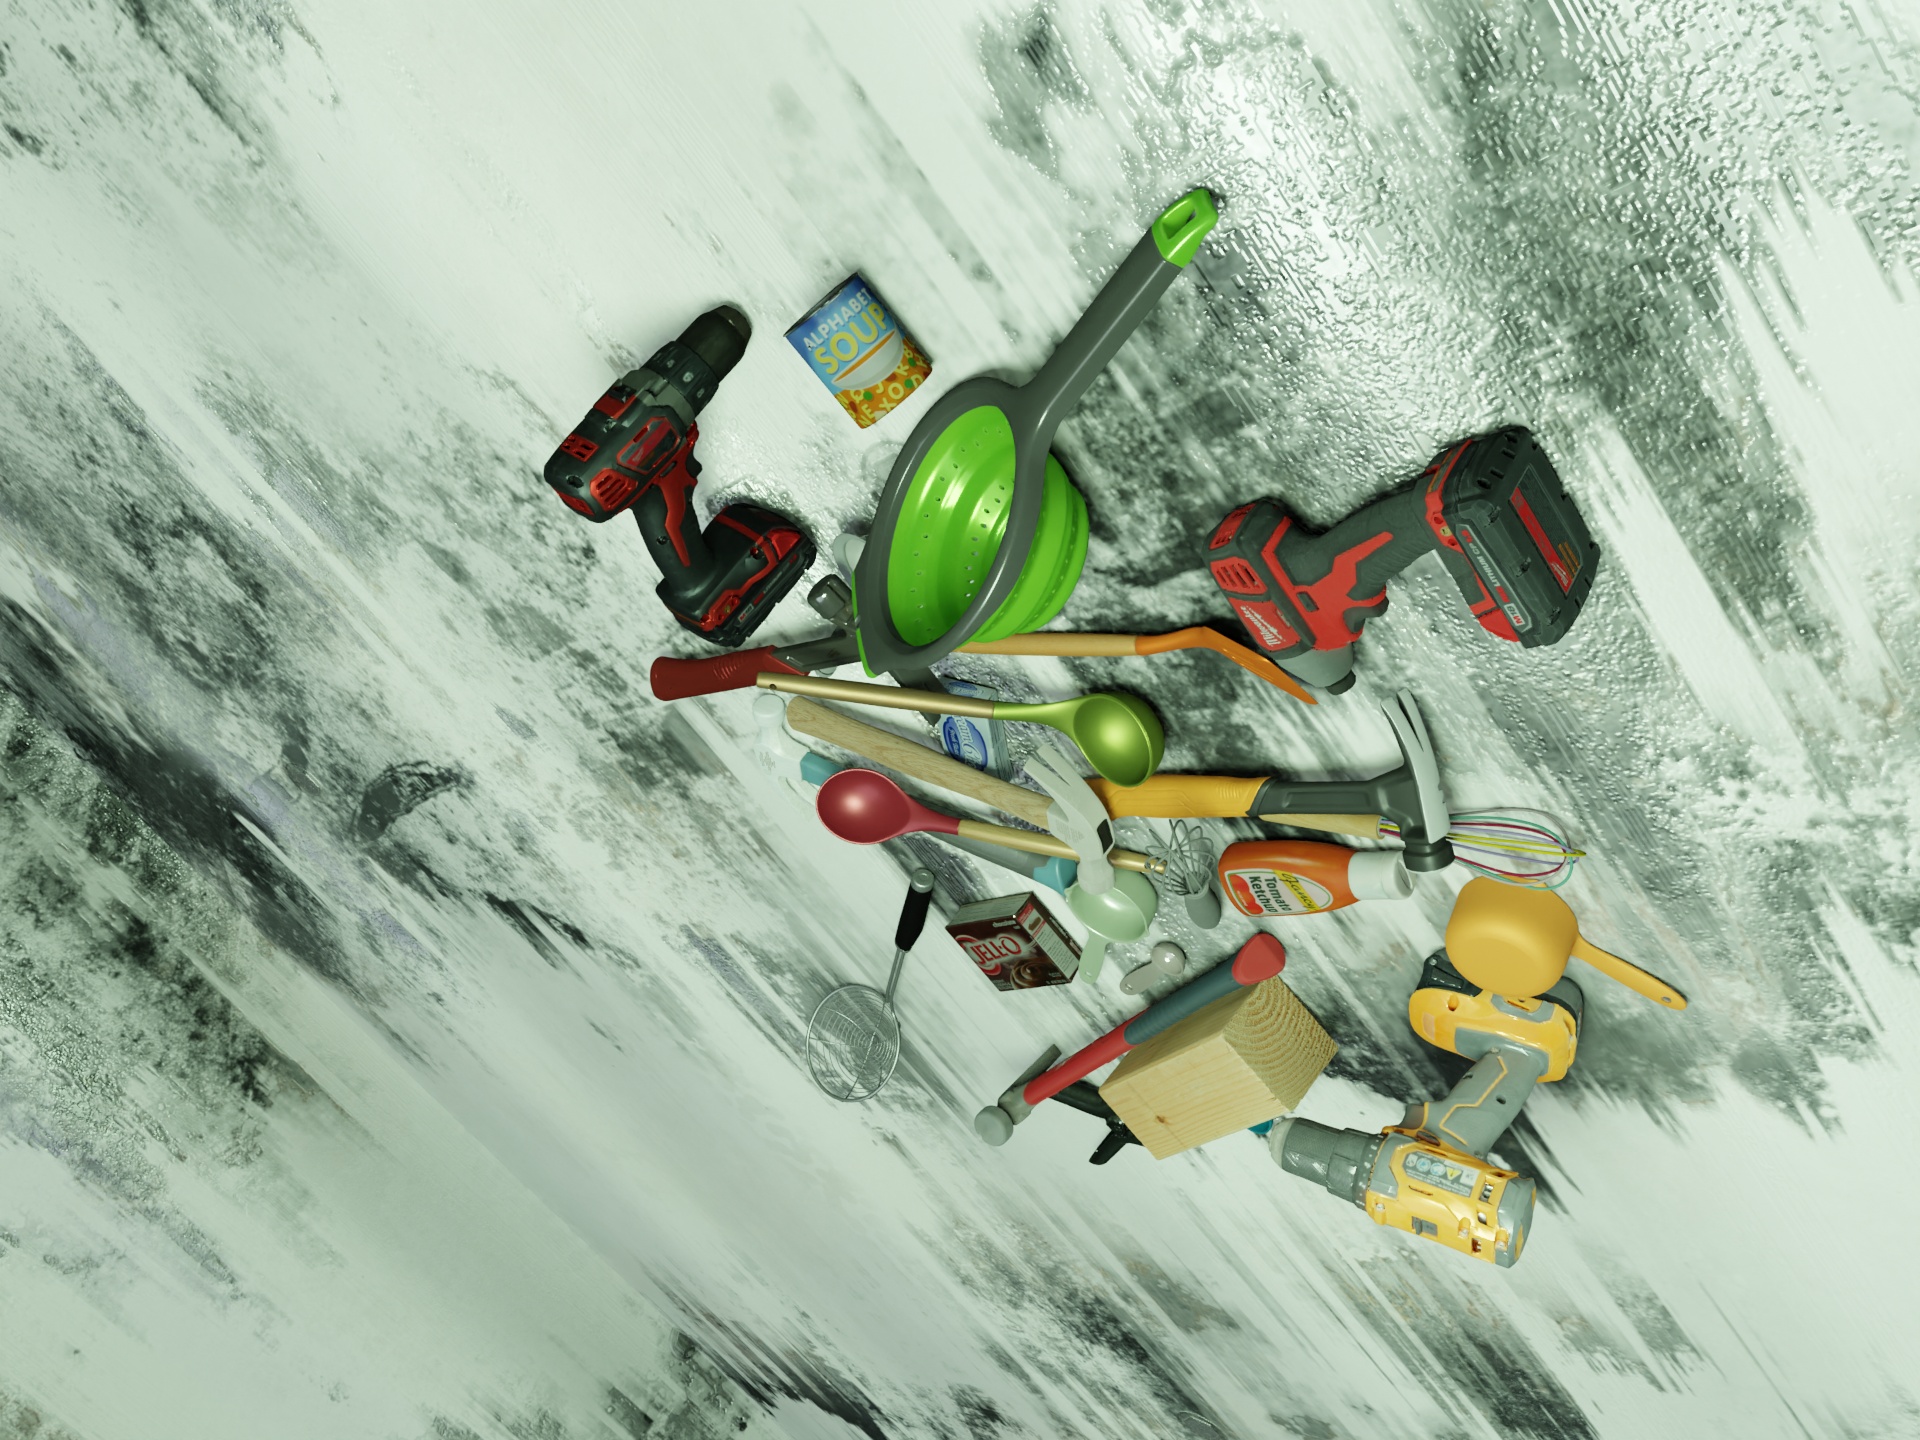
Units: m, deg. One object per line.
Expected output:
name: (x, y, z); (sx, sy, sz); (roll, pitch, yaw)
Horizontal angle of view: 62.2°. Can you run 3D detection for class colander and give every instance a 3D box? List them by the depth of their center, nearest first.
colander: (0.065, -0.171, 1.040); (0.094, 0.205, 0.397); (16, 135, -30)

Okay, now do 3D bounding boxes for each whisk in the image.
whisk: (0.326, 0.080, 1.146); (0.245, 0.047, 0.051); (8, 123, 40)
whisk: (0.181, 0.128, 1.250); (0.055, 0.055, 0.238); (20, 166, 21)

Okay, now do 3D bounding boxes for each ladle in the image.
ladle: (-0.002, -0.004, 1.225); (0.320, 0.062, 0.078); (8, 130, 3)
ladle: (0.024, 0.097, 1.383); (0.315, 0.031, 0.069); (10, 99, 16)

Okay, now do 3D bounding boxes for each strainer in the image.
strainer: (-0.083, -0.090, 1.295); (0.087, 0.050, 0.258); (44, 149, 2)

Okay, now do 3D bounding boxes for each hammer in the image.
hammer: (0.206, 0.050, 1.197); (0.337, 0.034, 0.127); (-5, 106, 48)
hammer: (-0.017, 0.041, 1.345); (0.331, 0.031, 0.129); (21, 142, 30)
hammer: (-0.163, -0.042, 1.381); (0.359, 0.037, 0.149); (-7, 132, 51)
hammer: (-0.045, 0.082, 1.454); (0.331, 0.033, 0.128); (22, 140, 20)
hammer: (0.163, 0.282, 1.465); (0.038, 0.143, 0.386); (52, 132, 5)

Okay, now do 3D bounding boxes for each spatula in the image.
spatula: (0.111, -0.048, 1.179); (0.323, 0.041, 0.081); (3, 160, 40)

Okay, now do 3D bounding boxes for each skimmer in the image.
skimmer: (-0.093, 0.273, 1.653); (0.127, 0.090, 0.363); (56, 150, 29)

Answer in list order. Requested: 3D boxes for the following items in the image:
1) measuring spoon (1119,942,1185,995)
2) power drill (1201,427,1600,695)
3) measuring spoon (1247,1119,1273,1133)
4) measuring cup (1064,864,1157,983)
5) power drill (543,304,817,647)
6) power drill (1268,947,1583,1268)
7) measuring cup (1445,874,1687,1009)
measuring spoon: (0.174, 0.227, 1.453); (0.034, 0.018, 0.124); (42, 151, 4)
power drill: (0.267, -0.087, 0.985); (0.220, 0.078, 0.143); (-13, 121, 50)
measuring spoon: (0.246, 0.352, 1.528); (0.129, 0.021, 0.042); (27, 137, 28)
measuring cup: (0.130, 0.182, 1.417); (0.083, 0.038, 0.167); (27, 144, 14)
power drill: (-0.194, -0.183, 1.203); (0.080, 0.188, 0.226); (29, 162, 34)
power drill: (0.349, 0.276, 1.178); (0.185, 0.226, 0.084); (13, 137, 29)
measuring cup: (0.435, 0.180, 1.150); (0.174, 0.052, 0.095); (28, 143, 15)
